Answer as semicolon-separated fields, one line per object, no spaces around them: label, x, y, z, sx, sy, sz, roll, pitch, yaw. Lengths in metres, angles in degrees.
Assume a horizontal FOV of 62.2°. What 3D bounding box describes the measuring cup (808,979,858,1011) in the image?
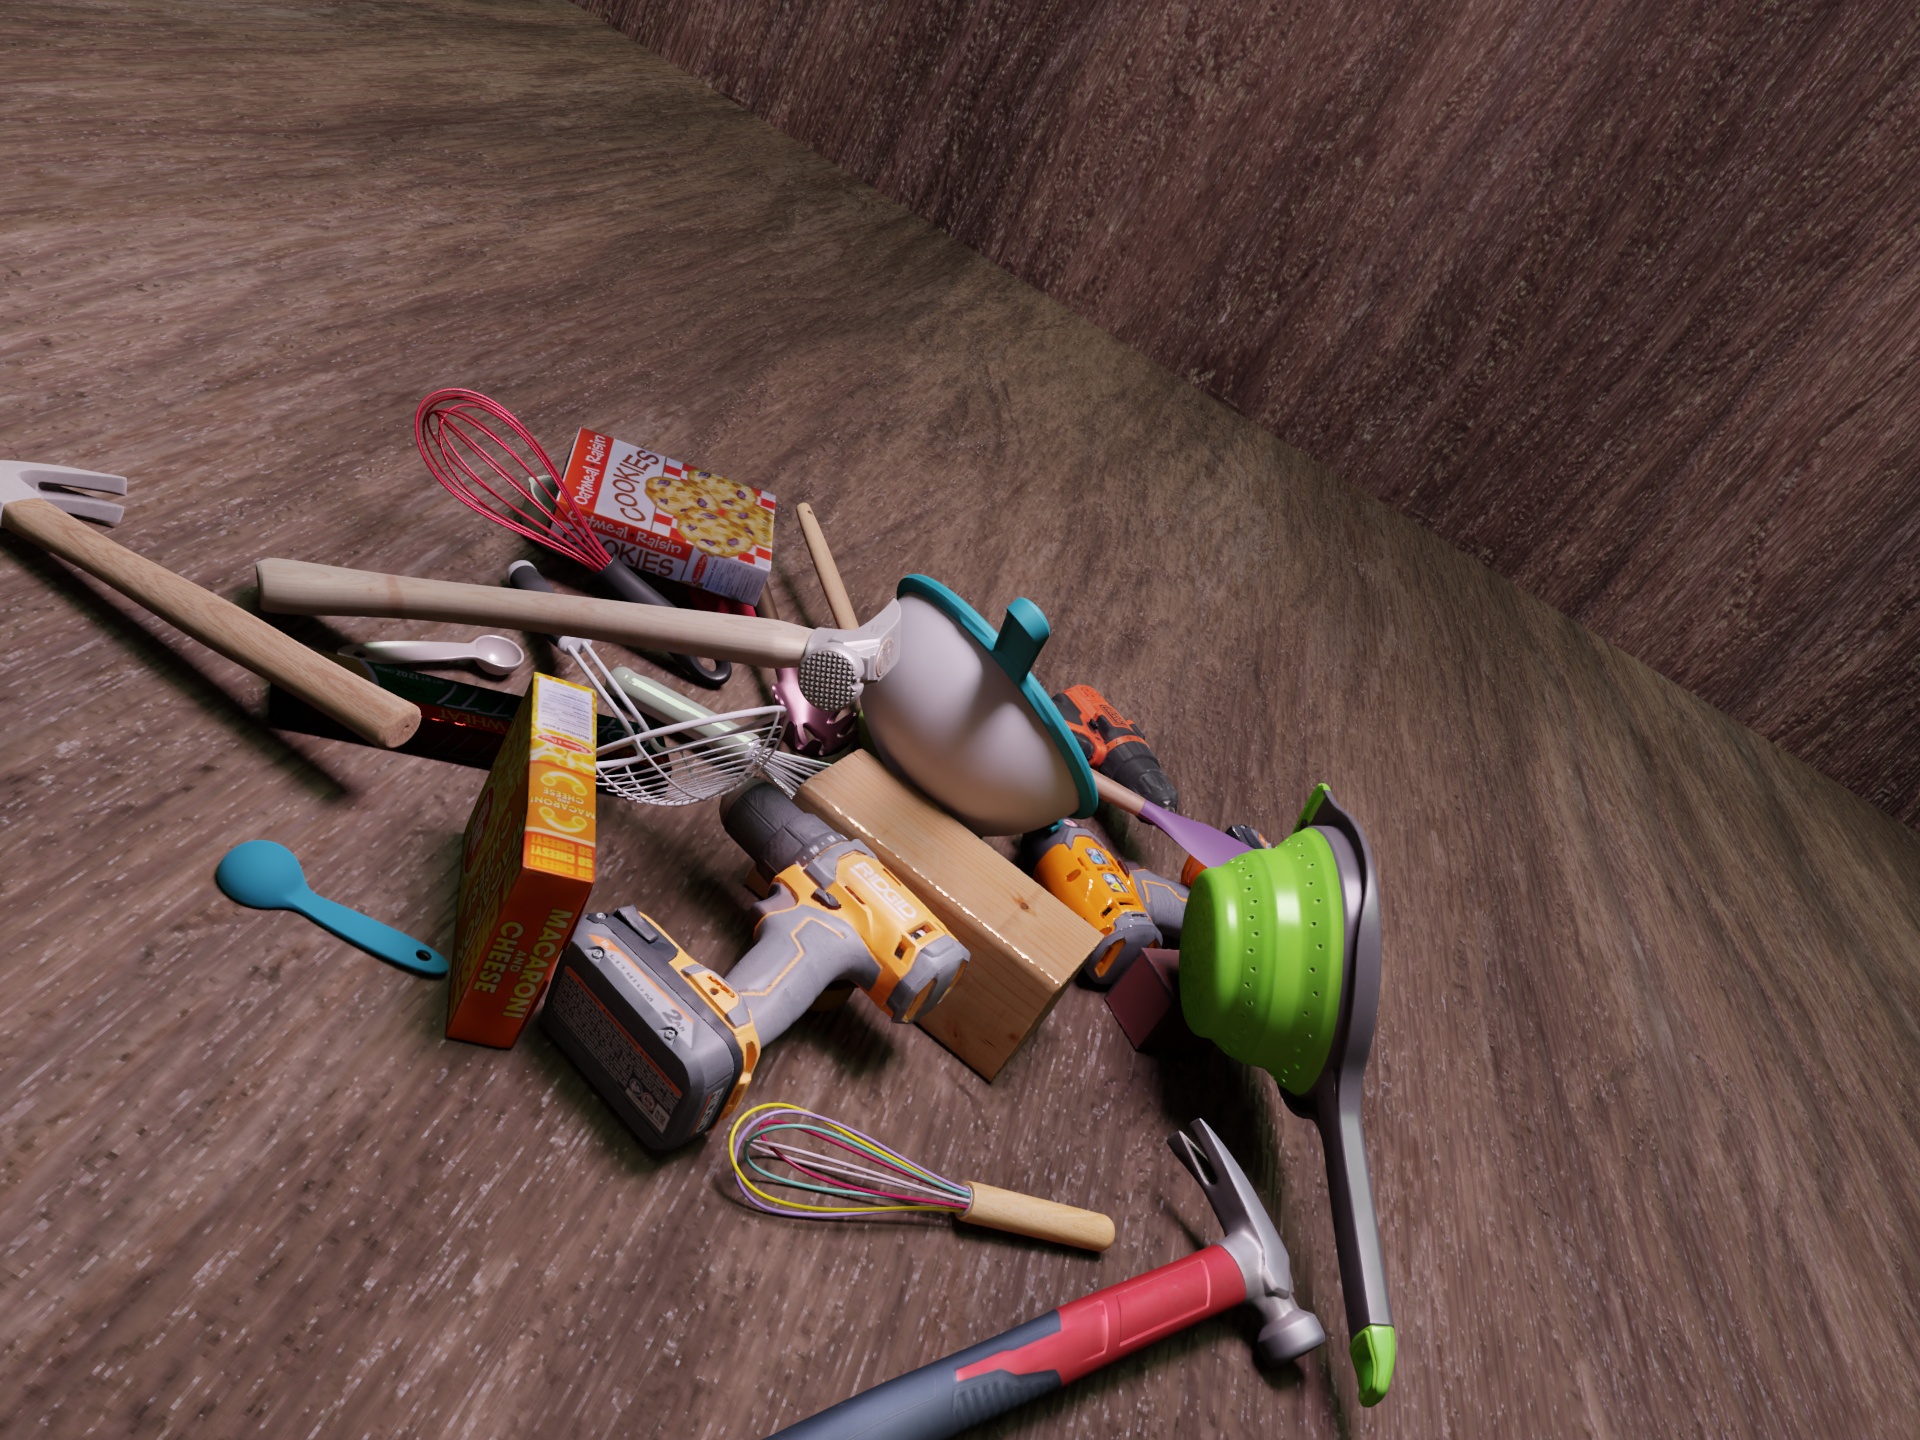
measuring cup;-0.115;0.171;0.935;0.062;0.029;0.156;36;38;14

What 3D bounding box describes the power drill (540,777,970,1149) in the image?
power drill;-0.125;0.121;0.900;0.185;0.084;0.226;42;37;21

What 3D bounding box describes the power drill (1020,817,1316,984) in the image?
power drill;0.153;0.128;1.229;0.226;0.084;0.164;7;34;-35

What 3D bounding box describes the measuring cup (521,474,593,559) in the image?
measuring cup;-0.310;-0.179;1.307;0.083;0.038;0.168;27;25;-10

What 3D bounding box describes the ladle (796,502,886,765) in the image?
ladle;-0.082;-0.078;1.303;0.078;0.062;0.321;16;38;-40

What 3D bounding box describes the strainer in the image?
strainer;-0.002;-0.003;1.040;0.211;0.095;0.340;51;-10;6

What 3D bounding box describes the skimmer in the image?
skimmer;-0.231;-0.049;1.038;0.127;0.090;0.364;-14;36;-28

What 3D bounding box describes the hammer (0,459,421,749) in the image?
hammer;-0.455;-0.071;0.922;0.331;0.031;0.130;28;24;10

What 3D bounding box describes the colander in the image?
colander;0.198;0.218;0.996;0.094;0.204;0.398;5;50;-4

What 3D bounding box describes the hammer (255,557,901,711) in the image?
hammer;-0.241;-0.067;0.991;0.410;0.038;0.146;7;18;10

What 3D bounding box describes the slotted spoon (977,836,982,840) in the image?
slotted spoon;0.020;0.068;1.247;0.070;0.031;0.314;31;25;4

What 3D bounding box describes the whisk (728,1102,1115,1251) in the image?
whisk;-0.015;0.254;0.869;0.244;0.051;0.047;22;22;-26

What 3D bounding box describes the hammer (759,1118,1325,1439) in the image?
hammer;0.041;0.308;0.815;0.386;0.038;0.143;-1;54;-45

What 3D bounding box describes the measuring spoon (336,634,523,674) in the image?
measuring spoon;-0.351;-0.040;1.053;0.124;0.018;0.034;-2;42;-39

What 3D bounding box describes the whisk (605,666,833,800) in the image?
whisk;-0.142;0.027;1.127;0.246;0.059;0.057;28;-18;1

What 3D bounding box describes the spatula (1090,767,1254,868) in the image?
spatula;0.115;0.056;1.218;0.316;0.018;0.060;28;31;4

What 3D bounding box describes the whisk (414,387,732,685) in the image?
whisk;-0.274;-0.125;1.153;0.295;0.073;0.073;45;20;-24

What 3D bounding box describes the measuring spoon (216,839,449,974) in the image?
measuring spoon;-0.323;0.096;0.829;0.128;0.021;0.042;28;27;-6

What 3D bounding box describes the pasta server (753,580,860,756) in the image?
pasta server;-0.146;-0.080;1.251;0.060;0.040;0.317;6;41;-29

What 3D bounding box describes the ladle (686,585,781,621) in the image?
ladle;-0.091;-0.055;1.339;0.315;0.031;0.069;21;34;-26
